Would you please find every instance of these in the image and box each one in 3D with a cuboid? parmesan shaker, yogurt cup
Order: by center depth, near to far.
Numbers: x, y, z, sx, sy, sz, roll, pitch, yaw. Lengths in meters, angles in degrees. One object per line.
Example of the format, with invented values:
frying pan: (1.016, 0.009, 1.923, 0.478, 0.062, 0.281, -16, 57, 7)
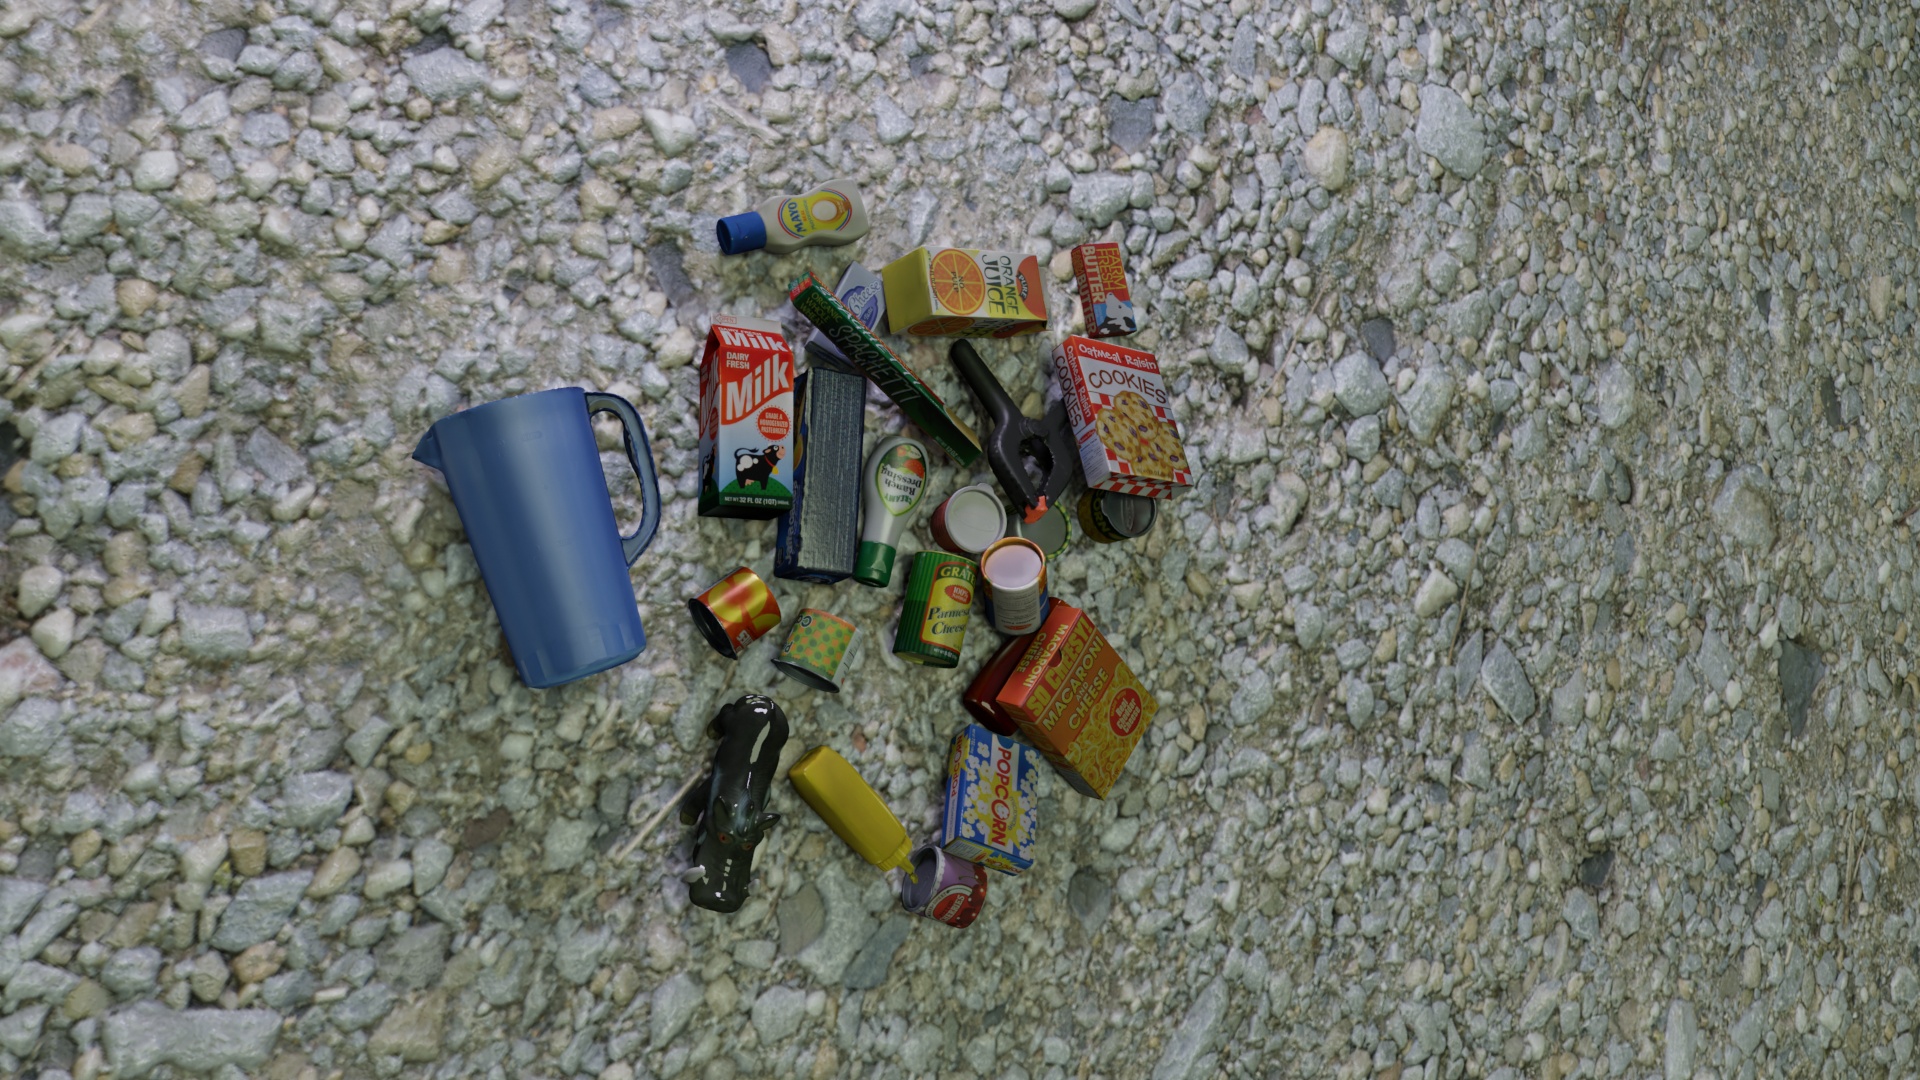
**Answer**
parmesan shaker: (-0.022, 0.069, 1.367, 0.071, 0.071, 0.103, 19, 74, -23)
yogurt cup: (0.005, -0.018, 1.401, 0.072, 0.054, 0.072, 4, 80, -26)

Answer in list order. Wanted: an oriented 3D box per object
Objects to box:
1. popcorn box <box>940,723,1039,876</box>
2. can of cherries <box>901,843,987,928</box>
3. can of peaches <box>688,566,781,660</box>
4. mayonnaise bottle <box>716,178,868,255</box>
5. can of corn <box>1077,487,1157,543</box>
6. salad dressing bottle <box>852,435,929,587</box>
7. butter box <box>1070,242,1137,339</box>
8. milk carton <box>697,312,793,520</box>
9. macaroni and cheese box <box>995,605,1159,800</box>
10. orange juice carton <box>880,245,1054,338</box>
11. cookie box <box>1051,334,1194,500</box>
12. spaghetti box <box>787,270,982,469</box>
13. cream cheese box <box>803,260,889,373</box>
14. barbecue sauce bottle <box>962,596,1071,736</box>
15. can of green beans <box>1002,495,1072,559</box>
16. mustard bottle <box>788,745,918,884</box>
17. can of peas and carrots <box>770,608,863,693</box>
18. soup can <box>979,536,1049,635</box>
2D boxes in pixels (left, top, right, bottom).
popcorn box: (0.030, 0.253, 1.352, 0.085, 0.038, 0.127, 25, 47, -21)
can of cherries: (-0.015, 0.332, 1.325, 0.058, 0.071, 0.071, 26, 71, -22)
can of peaches: (-0.205, 0.067, 1.274, 0.058, 0.071, 0.071, -37, 99, -27)
mayonnaise bottle: (-0.166, -0.313, 1.370, 0.148, 0.041, 0.064, -20, 93, -28)
can of corn: (0.165, -0.032, 1.481, 0.071, 0.058, 0.071, 4, 80, -26)
salad dressing bottle: (-0.072, -0.028, 1.370, 0.064, 0.044, 0.148, 19, 74, -23)
butter box: (0.159, -0.277, 1.537, 0.053, 0.024, 0.103, -11, 87, -28)
milk carton: (-0.202, -0.119, 1.303, 0.072, 0.073, 0.191, 4, 80, -26)
macaroni and cheese box: (0.123, 0.165, 1.410, 0.166, 0.040, 0.124, 50, 62, -32)
orange juice carton: (0.020, -0.252, 1.427, 0.193, 0.073, 0.072, -5, 84, -38)
cookie box: (0.170, -0.129, 1.462, 0.123, 0.040, 0.168, 7, 59, -37)
spaghetti box: (-0.072, -0.166, 1.362, 0.028, 0.050, 0.249, -41, 116, 12)
cream cheese box: (-0.110, -0.223, 1.393, 0.053, 0.024, 0.104, 32, 69, -18)
barbecue sauce bottle: (0.066, 0.124, 1.414, 0.064, 0.043, 0.149, 46, 65, -20)
can of green beans: (0.073, -0.010, 1.432, 0.071, 0.057, 0.071, 4, 80, -26)
mustard bottle: (-0.092, 0.261, 1.300, 0.160, 0.065, 0.049, 49, 63, -11)
can of peas and carrots: (-0.135, 0.102, 1.305, 0.071, 0.071, 0.059, 31, 69, -19)
soup can: (0.054, 0.043, 1.388, 0.071, 0.083, 0.072, -3, 55, 4)
